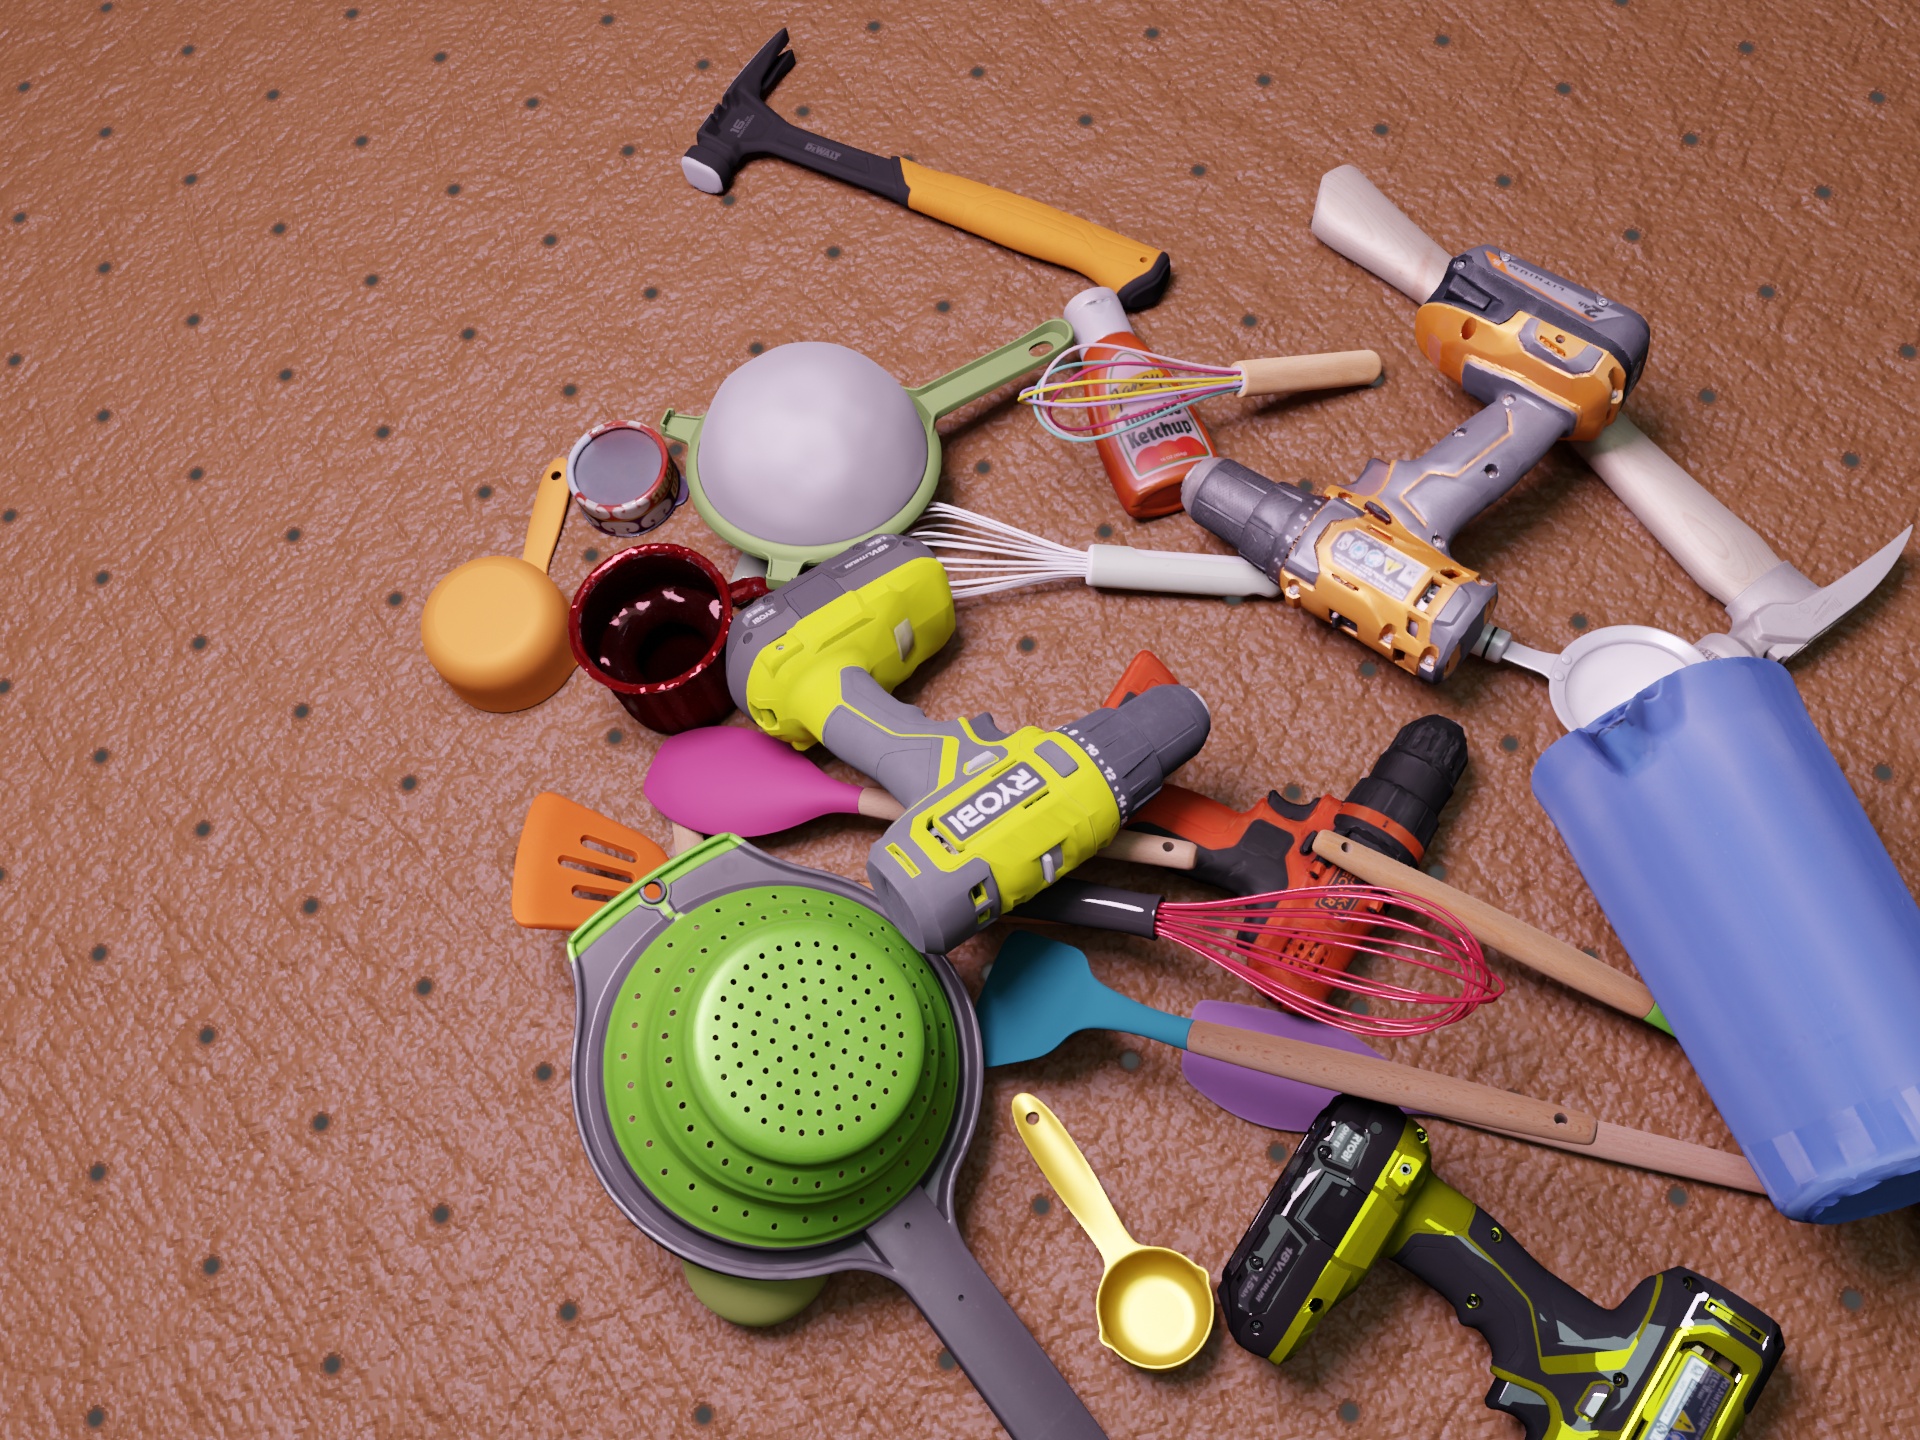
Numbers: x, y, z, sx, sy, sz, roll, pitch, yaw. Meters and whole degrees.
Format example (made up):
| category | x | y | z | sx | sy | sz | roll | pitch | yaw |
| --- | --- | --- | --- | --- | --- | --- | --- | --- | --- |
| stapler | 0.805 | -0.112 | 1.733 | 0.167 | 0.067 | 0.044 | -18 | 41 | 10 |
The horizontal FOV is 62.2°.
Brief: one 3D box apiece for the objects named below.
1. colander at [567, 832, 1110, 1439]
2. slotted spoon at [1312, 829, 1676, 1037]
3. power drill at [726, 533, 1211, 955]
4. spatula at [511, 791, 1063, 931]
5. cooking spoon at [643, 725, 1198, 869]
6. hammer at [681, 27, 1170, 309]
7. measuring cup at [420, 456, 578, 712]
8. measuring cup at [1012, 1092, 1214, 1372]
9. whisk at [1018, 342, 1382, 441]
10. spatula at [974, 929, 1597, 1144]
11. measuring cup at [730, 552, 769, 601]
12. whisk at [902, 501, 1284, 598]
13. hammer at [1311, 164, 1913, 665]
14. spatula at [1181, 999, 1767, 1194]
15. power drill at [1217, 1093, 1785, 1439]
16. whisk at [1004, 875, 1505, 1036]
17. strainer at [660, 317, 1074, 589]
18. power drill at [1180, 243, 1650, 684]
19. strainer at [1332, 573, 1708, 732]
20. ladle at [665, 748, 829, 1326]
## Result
| category | x | y | z | sx | sy | sz | roll | pitch | yaw |
| --- | --- | --- | --- | --- | --- | --- | --- | --- | --- |
| colander | -0.029 | 0.221 | 0.745 | 0.204 | 0.094 | 0.397 | -35 | 82 | -24 |
| slotted spoon | 0.320 | 0.132 | 0.797 | 0.314 | 0.031 | 0.070 | 27 | 64 | 5 |
| power drill | -0.001 | -0.003 | 0.837 | 0.190 | 0.080 | 0.229 | -33 | 50 | -18 |
| spatula | -0.072 | 0.090 | 0.852 | 0.322 | 0.041 | 0.081 | 4 | 55 | -3 |
| cooking spoon | -0.029 | 0.047 | 0.861 | 0.319 | 0.017 | 0.069 | 9 | 61 | 19 |
| hammer | -0.014 | -0.355 | 1.055 | 0.337 | 0.034 | 0.127 | 26 | 73 | 14 |
| measuring cup | -0.268 | -0.093 | 0.960 | 0.095 | 0.052 | 0.174 | 7 | 71 | 8 |
| measuring cup | 0.071 | 0.257 | 0.807 | 0.062 | 0.029 | 0.157 | -30 | 57 | -9 |
| whisk | 0.147 | -0.198 | 0.933 | 0.245 | 0.047 | 0.051 | -10 | 63 | -22 |
| spatula | 0.139 | 0.160 | 0.767 | 0.318 | 0.044 | 0.082 | 9 | 62 | 29 |
| measuring cup | -0.108 | -0.149 | 0.975 | 0.083 | 0.038 | 0.168 | 17 | 68 | 12 |
| whisk | 0.069 | -0.093 | 0.935 | 0.246 | 0.058 | 0.059 | 4 | 99 | 2 |
| hammer | 0.366 | -0.202 | 0.956 | 0.146 | 0.038 | 0.411 | -34 | 69 | -10 |
| spatula | 0.270 | 0.202 | 0.809 | 0.316 | 0.018 | 0.060 | 11 | 72 | 11 |
| power drill | 0.240 | 0.294 | 0.744 | 0.223 | 0.080 | 0.171 | 32 | 81 | 13 |
| whisk | 0.117 | 0.102 | 0.793 | 0.296 | 0.073 | 0.073 | 9 | 69 | 20 |
| strainer | -0.042 | -0.191 | 0.926 | 0.256 | 0.069 | 0.152 | -29 | 63 | -14 |
| power drill | 0.251 | -0.154 | 0.895 | 0.185 | 0.084 | 0.226 | 34 | 83 | 22 |
| strainer | 0.309 | -0.039 | 0.893 | 0.258 | 0.050 | 0.087 | 26 | 66 | 21 |
| ladle | -0.129 | 0.160 | 0.858 | 0.078 | 0.062 | 0.320 | -14 | 61 | -1 |
